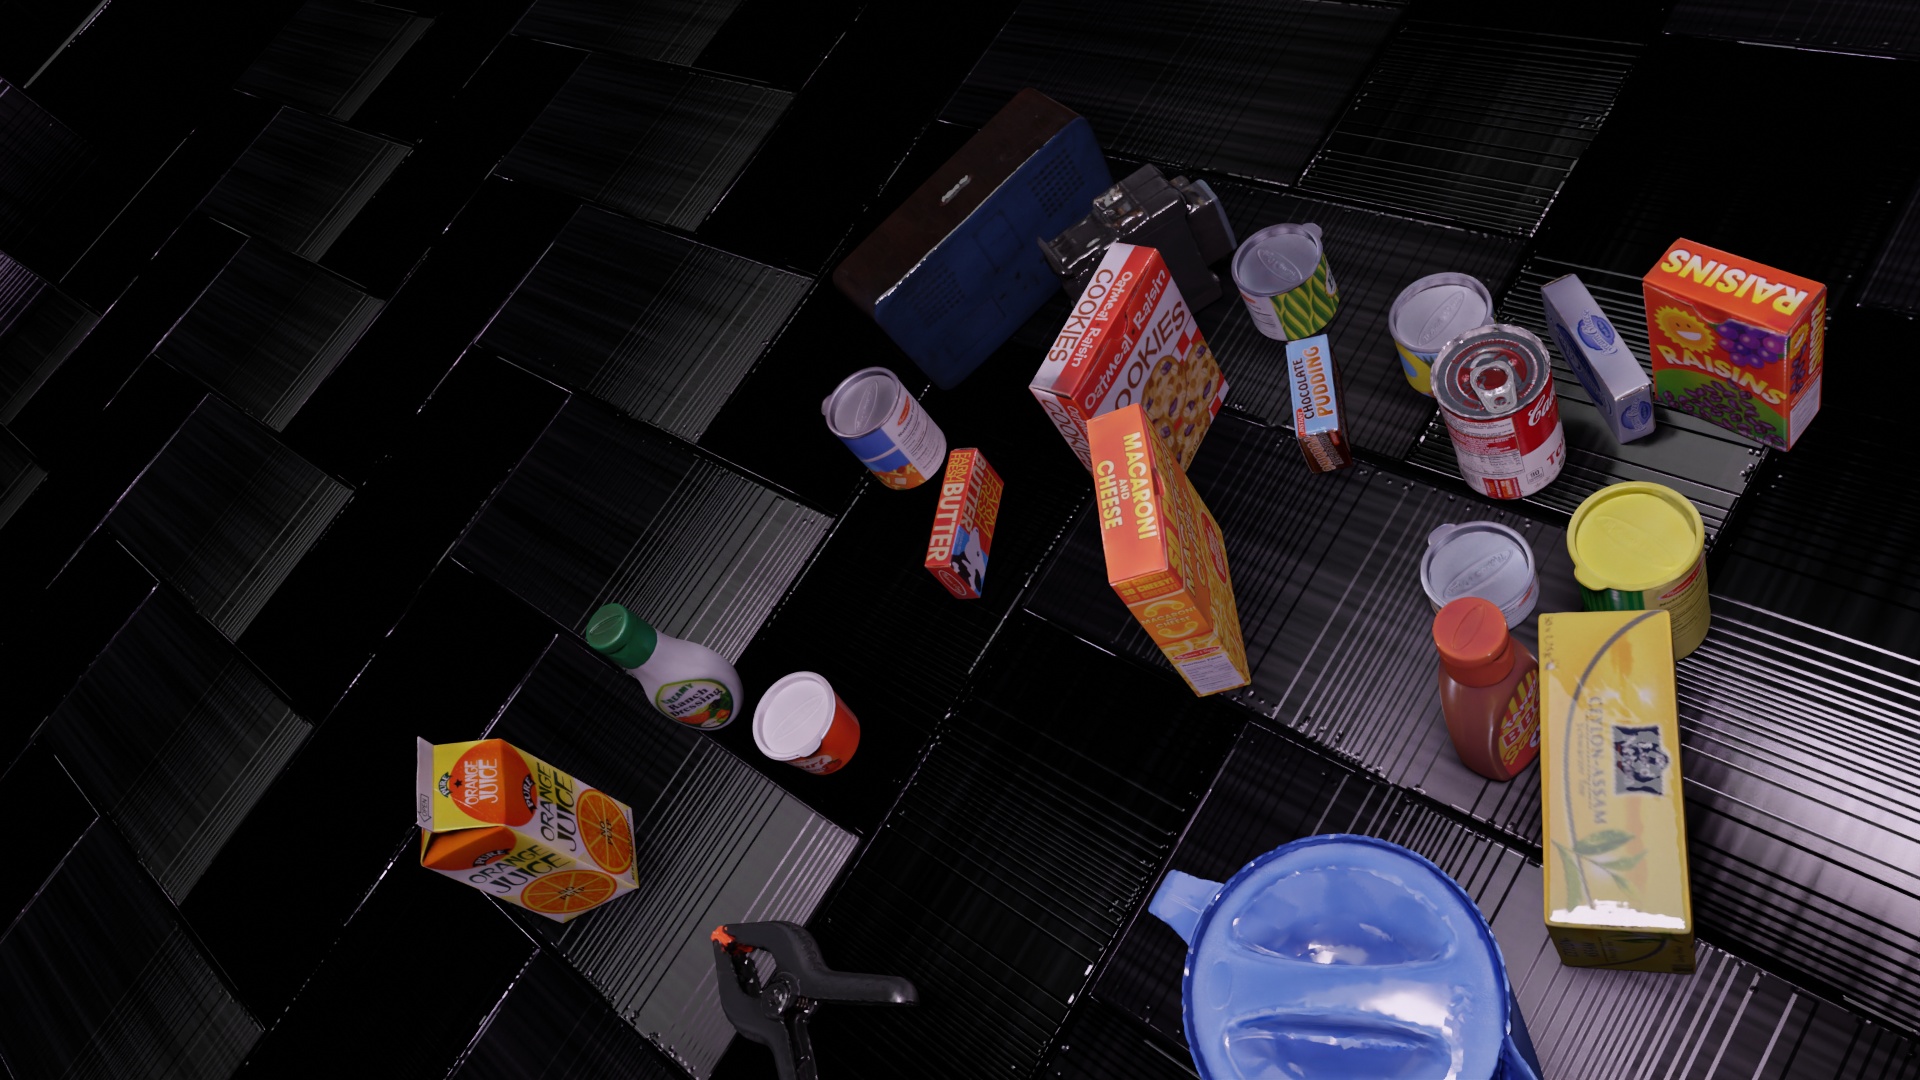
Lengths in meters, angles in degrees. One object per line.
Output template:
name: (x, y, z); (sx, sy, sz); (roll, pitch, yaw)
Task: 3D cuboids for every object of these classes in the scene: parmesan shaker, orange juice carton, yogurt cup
parmesan shaker: (0.379, 0.023, 0.778); (0.071, 0.103, 0.071); (-14, 55, 22)
orange juice carton: (-0.321, 0.205, 1.000); (0.073, 0.192, 0.072); (-27, 51, 13)
yogurt cup: (-0.109, 0.137, 1.014); (0.072, 0.053, 0.073); (-14, 55, 22)

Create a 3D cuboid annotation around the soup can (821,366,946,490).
soup can: (-0.061, -0.088, 1.111); (0.071, 0.083, 0.071); (-14, 55, 22)

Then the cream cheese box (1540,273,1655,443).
cream cheese box: (0.406, -0.116, 0.884); (0.024, 0.053, 0.104); (-25, 52, 14)

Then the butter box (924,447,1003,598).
butter box: (0.004, -0.013, 1.046); (0.024, 0.053, 0.104); (-3, 60, 28)

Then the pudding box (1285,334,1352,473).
pudding box: (0.248, -0.095, 0.962); (0.030, 0.049, 0.084); (-12, 56, 23)

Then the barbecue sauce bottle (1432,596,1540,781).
barbecue sauce bottle: (0.290, 0.079, 0.763); (0.044, 0.148, 0.065); (26, 76, 38)

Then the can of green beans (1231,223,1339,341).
can of green beans: (0.240, -0.189, 1.022); (0.071, 0.057, 0.071); (-14, 55, 22)

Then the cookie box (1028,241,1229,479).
cookie box: (0.123, -0.106, 0.963); (0.040, 0.167, 0.123); (18, 71, 36)

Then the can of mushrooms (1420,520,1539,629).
can of mushrooms: (0.320, 0.022, 0.858); (0.071, 0.033, 0.071); (-14, 55, 21)

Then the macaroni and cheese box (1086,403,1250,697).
macaroni and cheese box: (0.134, 0.009, 0.884); (0.040, 0.166, 0.124); (-18, 54, 19)

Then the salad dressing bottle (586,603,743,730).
salad dressing bottle: (-0.221, 0.095, 1.043); (0.064, 0.147, 0.044); (-28, 51, 12)

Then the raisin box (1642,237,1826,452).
raisin box: (0.451, -0.113, 0.811); (0.040, 0.123, 0.086); (-49, 50, -5)

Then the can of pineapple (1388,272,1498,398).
can of pineapple: (0.329, -0.136, 0.937); (0.071, 0.057, 0.071); (-14, 55, 22)
